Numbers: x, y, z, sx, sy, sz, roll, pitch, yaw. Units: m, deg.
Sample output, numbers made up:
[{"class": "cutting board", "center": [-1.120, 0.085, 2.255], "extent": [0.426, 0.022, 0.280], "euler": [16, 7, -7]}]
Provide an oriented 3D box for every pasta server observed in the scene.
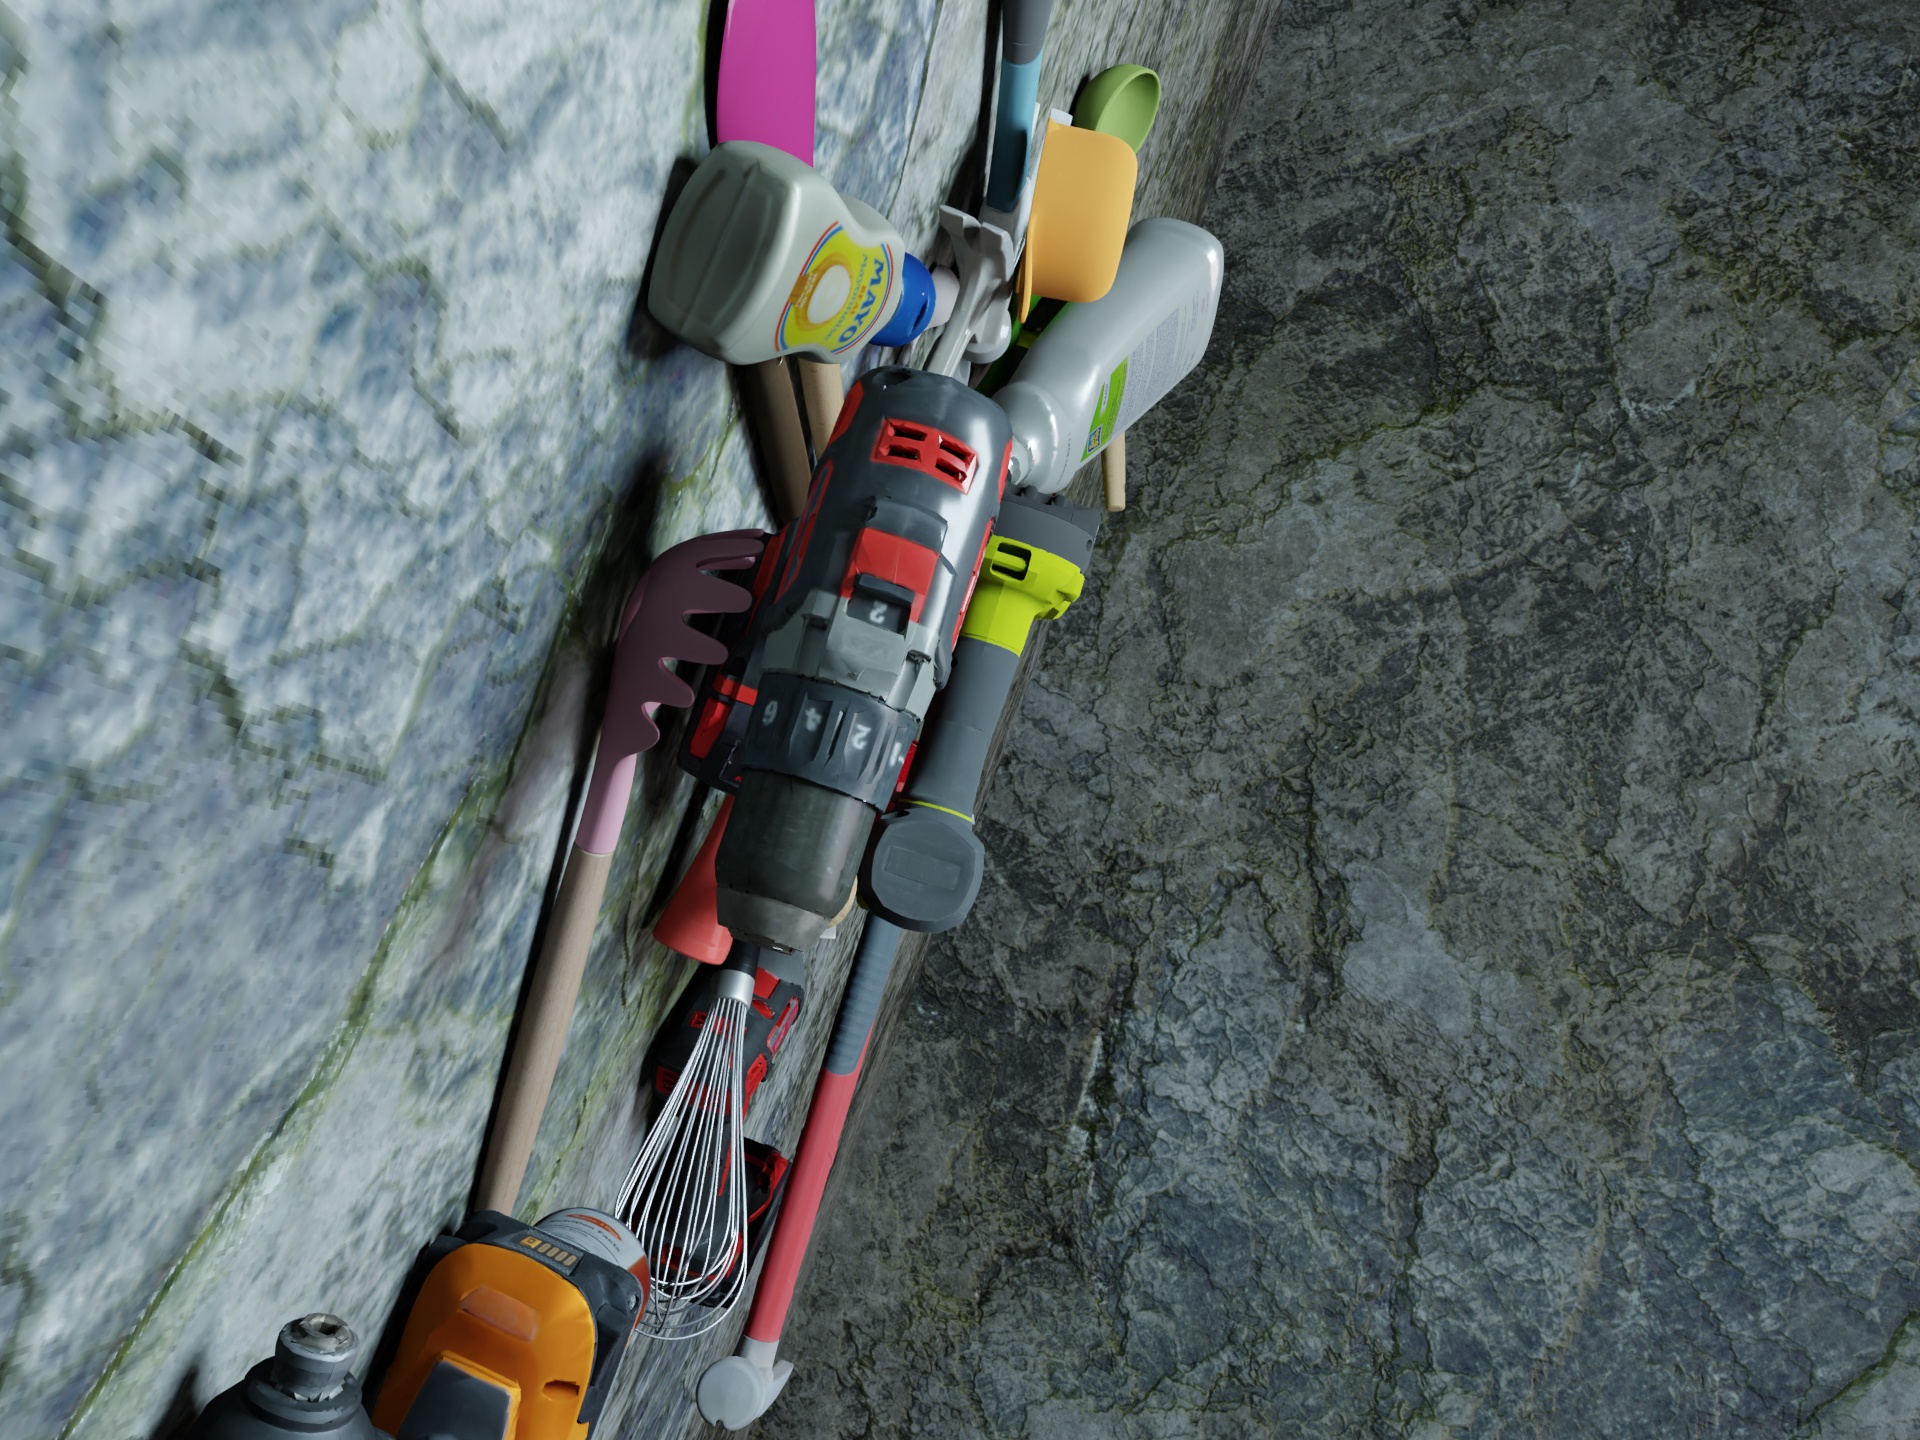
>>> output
[{"class": "pasta server", "center": [-0.136, 0.072, 0.597], "extent": [0.060, 0.040, 0.316], "euler": [-106, -147, -68]}]

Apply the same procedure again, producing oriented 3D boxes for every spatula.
[{"class": "spatula", "center": [-0.074, -0.093, 0.715], "extent": [0.315, 0.018, 0.060], "euler": [94, 18, -74]}]

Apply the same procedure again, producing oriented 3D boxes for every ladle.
[{"class": "ladle", "center": [0.111, -0.297, 1.085], "extent": [0.078, 0.062, 0.320], "euler": [36, 52, -70]}]

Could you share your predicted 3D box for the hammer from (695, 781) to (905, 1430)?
[{"class": "hammer", "center": [-0.076, 0.229, 0.990], "extent": [0.143, 0.038, 0.386], "euler": [73, 33, -77]}]

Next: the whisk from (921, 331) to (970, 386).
[{"class": "whisk", "center": [-0.035, -0.103, 0.886], "extent": [0.055, 0.055, 0.238], "euler": [-59, 168, -62]}]

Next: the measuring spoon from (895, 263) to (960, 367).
[{"class": "measuring spoon", "center": [-0.026, -0.186, 0.853], "extent": [0.034, 0.018, 0.124], "euler": [74, 37, -81]}]

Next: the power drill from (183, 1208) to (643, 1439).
[{"class": "power drill", "center": [-0.185, 0.240, 0.516], "extent": [0.226, 0.084, 0.164], "euler": [-3, 112, -80]}]

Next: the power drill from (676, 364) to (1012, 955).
[{"class": "power drill", "center": [-0.052, -0.010, 0.580], "extent": [0.226, 0.080, 0.188], "euler": [152, -44, -75]}]

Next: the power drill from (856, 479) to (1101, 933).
[{"class": "power drill", "center": [-0.001, -0.003, 0.824], "extent": [0.171, 0.080, 0.223], "euler": [129, -23, -83]}]

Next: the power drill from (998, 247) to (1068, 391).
[{"class": "power drill", "center": [0.028, -0.201, 1.038], "extent": [0.190, 0.080, 0.228], "euler": [84, 24, -80]}]

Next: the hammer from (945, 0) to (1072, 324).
[{"class": "hammer", "center": [0.032, -0.343, 0.784], "extent": [0.330, 0.033, 0.128], "euler": [98, 14, -64]}]

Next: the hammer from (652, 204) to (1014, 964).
[{"class": "hammer", "center": [-0.058, -0.056, 0.746], "extent": [0.149, 0.037, 0.359], "euler": [43, 70, -85]}]

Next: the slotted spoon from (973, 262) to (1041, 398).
[{"class": "slotted spoon", "center": [-0.002, -0.164, 0.940], "extent": [0.313, 0.031, 0.070], "euler": [-62, 178, 10]}]

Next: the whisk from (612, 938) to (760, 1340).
[{"class": "whisk", "center": [-0.122, 0.169, 0.814], "extent": [0.070, 0.070, 0.285], "euler": [102, -3, -56]}]

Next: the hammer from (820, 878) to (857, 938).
[{"class": "hammer", "center": [-0.070, 0.066, 0.819], "extent": [0.331, 0.031, 0.130], "euler": [-152, -109, -85]}]

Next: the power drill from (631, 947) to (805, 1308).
[{"class": "power drill", "center": [-0.140, 0.230, 0.950], "extent": [0.143, 0.078, 0.219], "euler": [-62, 168, -57]}]

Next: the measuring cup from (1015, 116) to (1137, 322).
[{"class": "measuring cup", "center": [0.058, -0.238, 0.803], "extent": [0.174, 0.052, 0.095], "euler": [-82, -177, -51]}]

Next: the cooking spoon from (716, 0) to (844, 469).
[{"class": "cooking spoon", "center": [-0.058, -0.169, 0.601], "extent": [0.318, 0.017, 0.069], "euler": [92, 20, -71]}]
